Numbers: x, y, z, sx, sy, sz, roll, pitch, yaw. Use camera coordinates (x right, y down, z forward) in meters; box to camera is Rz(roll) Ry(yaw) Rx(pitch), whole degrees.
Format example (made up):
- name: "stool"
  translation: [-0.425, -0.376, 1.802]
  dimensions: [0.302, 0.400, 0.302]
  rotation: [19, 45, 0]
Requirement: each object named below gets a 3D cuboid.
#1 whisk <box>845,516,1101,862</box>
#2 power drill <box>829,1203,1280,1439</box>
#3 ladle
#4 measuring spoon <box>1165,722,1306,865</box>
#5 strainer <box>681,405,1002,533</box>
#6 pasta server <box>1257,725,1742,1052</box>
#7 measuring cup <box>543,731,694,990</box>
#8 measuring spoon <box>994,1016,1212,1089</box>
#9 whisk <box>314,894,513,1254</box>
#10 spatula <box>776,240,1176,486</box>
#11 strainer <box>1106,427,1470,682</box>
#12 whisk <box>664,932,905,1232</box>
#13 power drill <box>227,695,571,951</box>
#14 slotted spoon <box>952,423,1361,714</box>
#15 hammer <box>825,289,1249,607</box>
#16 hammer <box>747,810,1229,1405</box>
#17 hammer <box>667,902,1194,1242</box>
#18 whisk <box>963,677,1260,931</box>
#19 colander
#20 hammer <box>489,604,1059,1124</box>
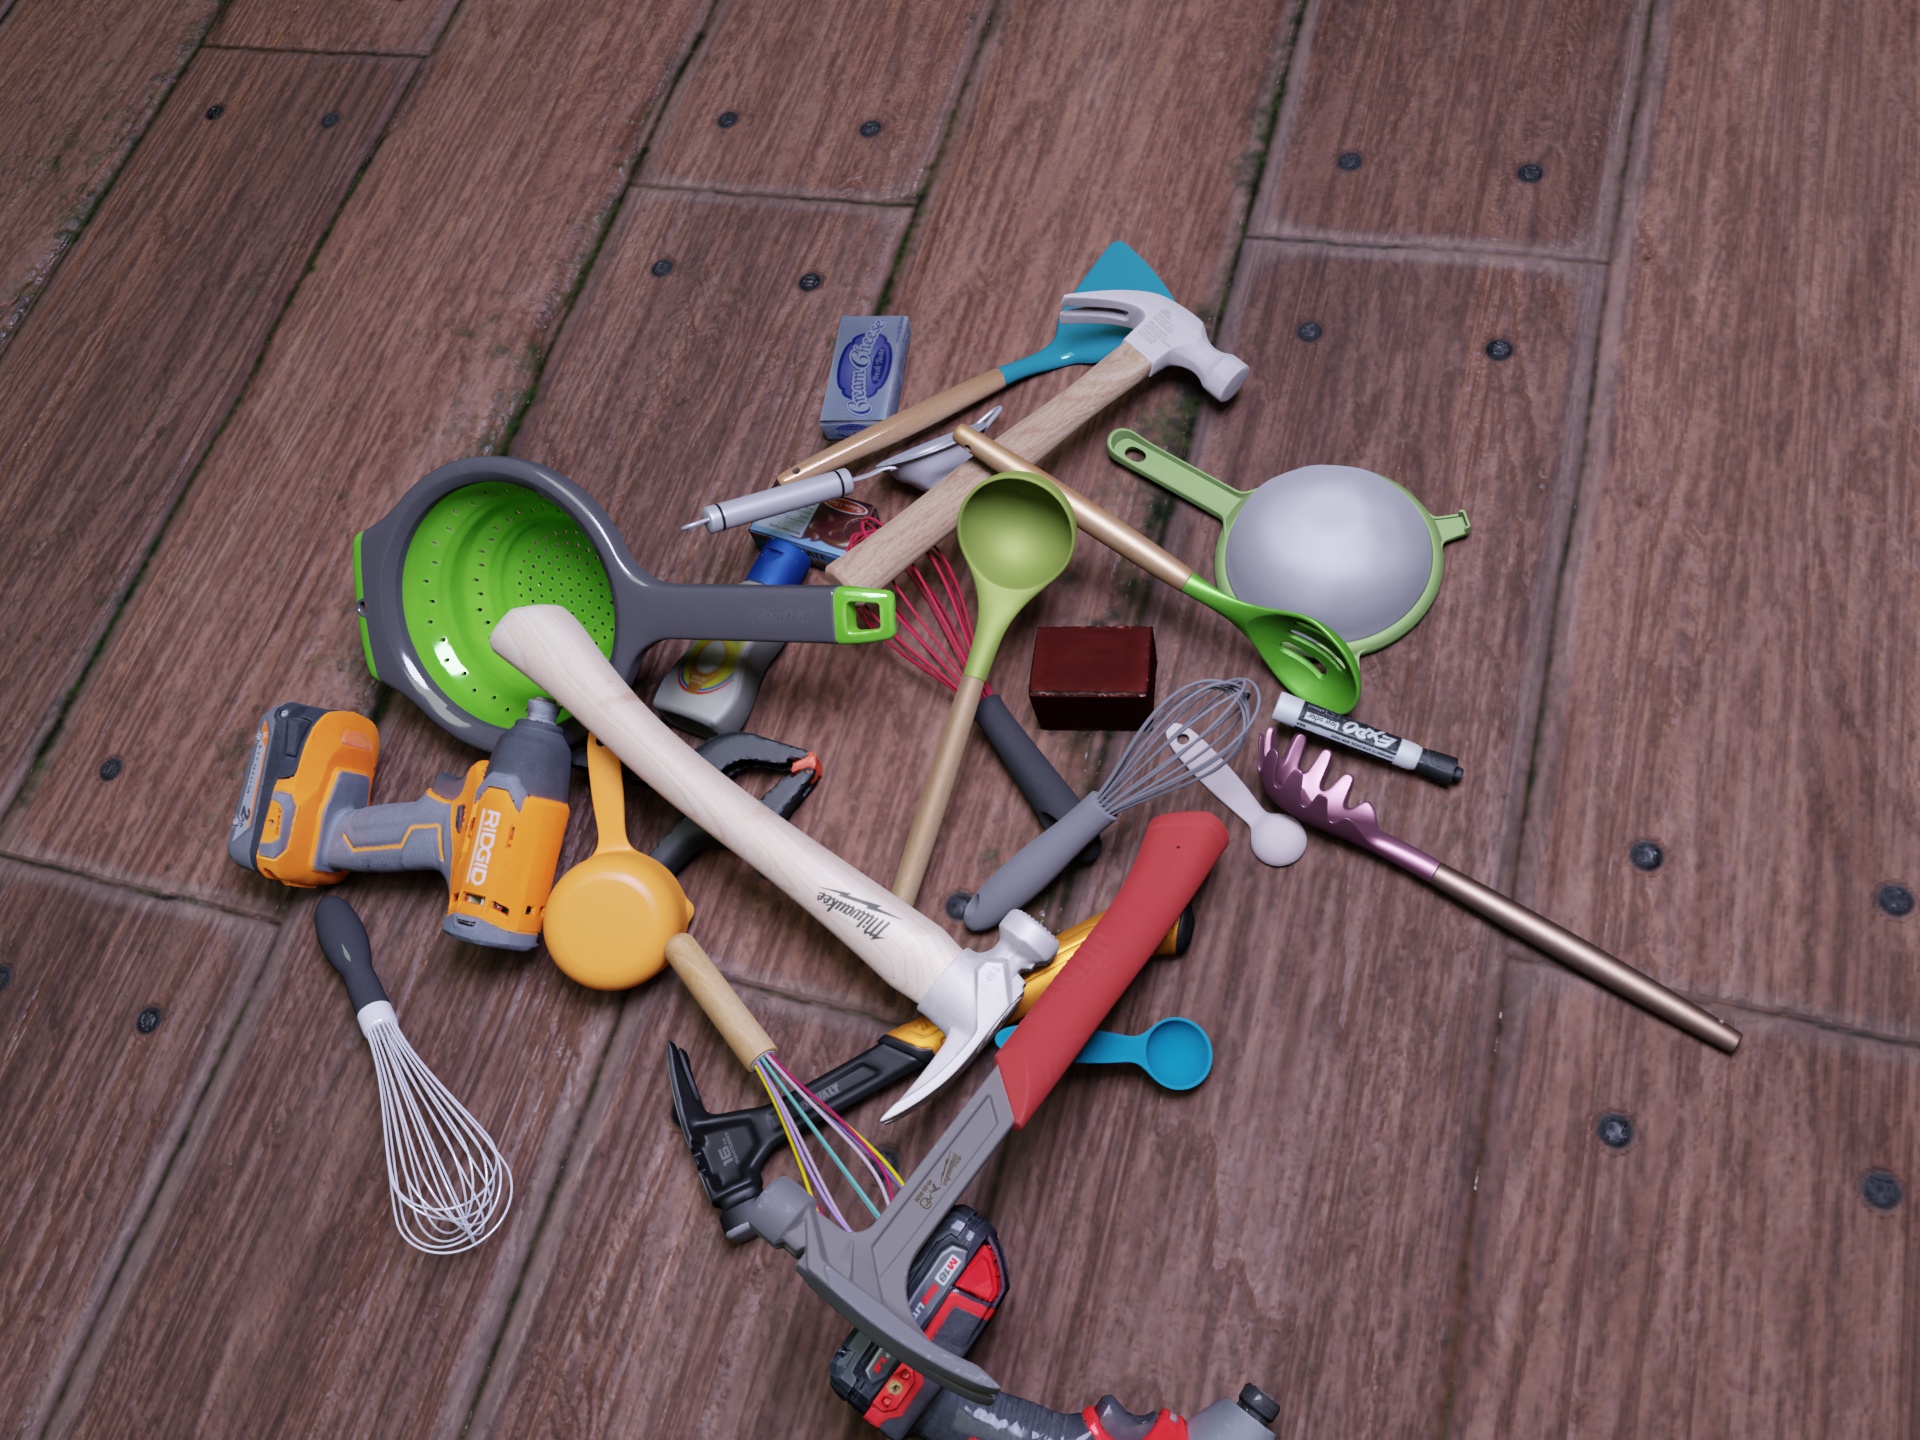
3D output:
- name: "whisk"
  translation: [0.006, -0.025, 1.056]
  dimensions: [0.073, 0.073, 0.296]
  rotation: [-33, 67, -5]
- name: "power drill"
  translation: [0.053, 0.359, 0.829]
  dimensions: [0.220, 0.078, 0.143]
  rotation: [35, 78, 13]
- name: "ladle"
  translation: [-0.002, -0.003, 0.996]
  dimensions: [0.078, 0.062, 0.320]
  rotation: [17, 83, 11]
- name: "measuring spoon"
  translation: [0.171, 0.042, 1.008]
  dimensions: [0.034, 0.018, 0.124]
  rotation: [-37, 62, -7]
- name: "strainer"
  translation: [-0.076, -0.167, 1.116]
  dimensions: [0.258, 0.087, 0.050]
  rotation: [-20, 102, -24]
- name: "pasta server"
  translation: [0.309, 0.098, 0.940]
  dimensions: [0.316, 0.060, 0.040]
  rotation: [31, 115, 22]
- name: "measuring cup"
  translation: [-0.224, 0.086, 1.009]
  dimensions: [0.095, 0.052, 0.173]
  rotation: [-6, 91, -2]
- name: "measuring spoon"
  translation: [0.083, 0.193, 0.933]
  dimensions: [0.128, 0.021, 0.042]
  rotation: [6, 71, -4]
- name: "whisk"
  translation: [-0.363, 0.217, 1.016]
  dimensions: [0.070, 0.070, 0.285]
  rotation: [-35, 57, -6]
- name: "spatula"
  translation: [0.006, -0.249, 1.165]
  dimensions: [0.317, 0.044, 0.082]
  rotation: [-29, 65, -11]
- name: "strainer"
  translation: [0.202, -0.147, 1.067]
  dimensions: [0.256, 0.069, 0.151]
  rotation: [34, 75, 23]
- name: "whisk"
  translation: [-0.107, 0.216, 0.929]
  dimensions: [0.047, 0.051, 0.245]
  rotation: [-42, 62, -3]
- name: "power drill"
  translation: [-0.362, 0.051, 1.059]
  dimensions: [0.226, 0.084, 0.164]
  rotation: [11, 84, 20]
- name: "slotted spoon"
  translation: [0.126, -0.105, 1.023]
  dimensions: [0.314, 0.070, 0.031]
  rotation: [34, 60, 9]
- name: "hammer"
  translation: [0.040, -0.187, 1.084]
  dimensions: [0.331, 0.031, 0.130]
  rotation: [-40, 72, -19]
- name: "hammer"
  translation: [0.054, 0.181, 0.866]
  dimensions: [0.149, 0.036, 0.359]
  rotation: [33, 56, 16]
- name: "hammer"
  translation: [-0.014, 0.182, 0.969]
  dimensions: [0.337, 0.034, 0.127]
  rotation: [-27, 63, -2]
- name: "whisk"
  translation: [0.087, 0.055, 0.961]
  dimensions: [0.239, 0.055, 0.055]
  rotation: [-43, 60, 20]
- name: "colander"
  translation: [-0.218, -0.080, 1.079]
  dimensions: [0.397, 0.094, 0.204]
  rotation: [2, 104, 19]
- name: "hammer"
  translation: [-0.143, 0.068, 0.977]
  dimensions: [0.411, 0.038, 0.146]
  rotation: [37, 78, 15]
